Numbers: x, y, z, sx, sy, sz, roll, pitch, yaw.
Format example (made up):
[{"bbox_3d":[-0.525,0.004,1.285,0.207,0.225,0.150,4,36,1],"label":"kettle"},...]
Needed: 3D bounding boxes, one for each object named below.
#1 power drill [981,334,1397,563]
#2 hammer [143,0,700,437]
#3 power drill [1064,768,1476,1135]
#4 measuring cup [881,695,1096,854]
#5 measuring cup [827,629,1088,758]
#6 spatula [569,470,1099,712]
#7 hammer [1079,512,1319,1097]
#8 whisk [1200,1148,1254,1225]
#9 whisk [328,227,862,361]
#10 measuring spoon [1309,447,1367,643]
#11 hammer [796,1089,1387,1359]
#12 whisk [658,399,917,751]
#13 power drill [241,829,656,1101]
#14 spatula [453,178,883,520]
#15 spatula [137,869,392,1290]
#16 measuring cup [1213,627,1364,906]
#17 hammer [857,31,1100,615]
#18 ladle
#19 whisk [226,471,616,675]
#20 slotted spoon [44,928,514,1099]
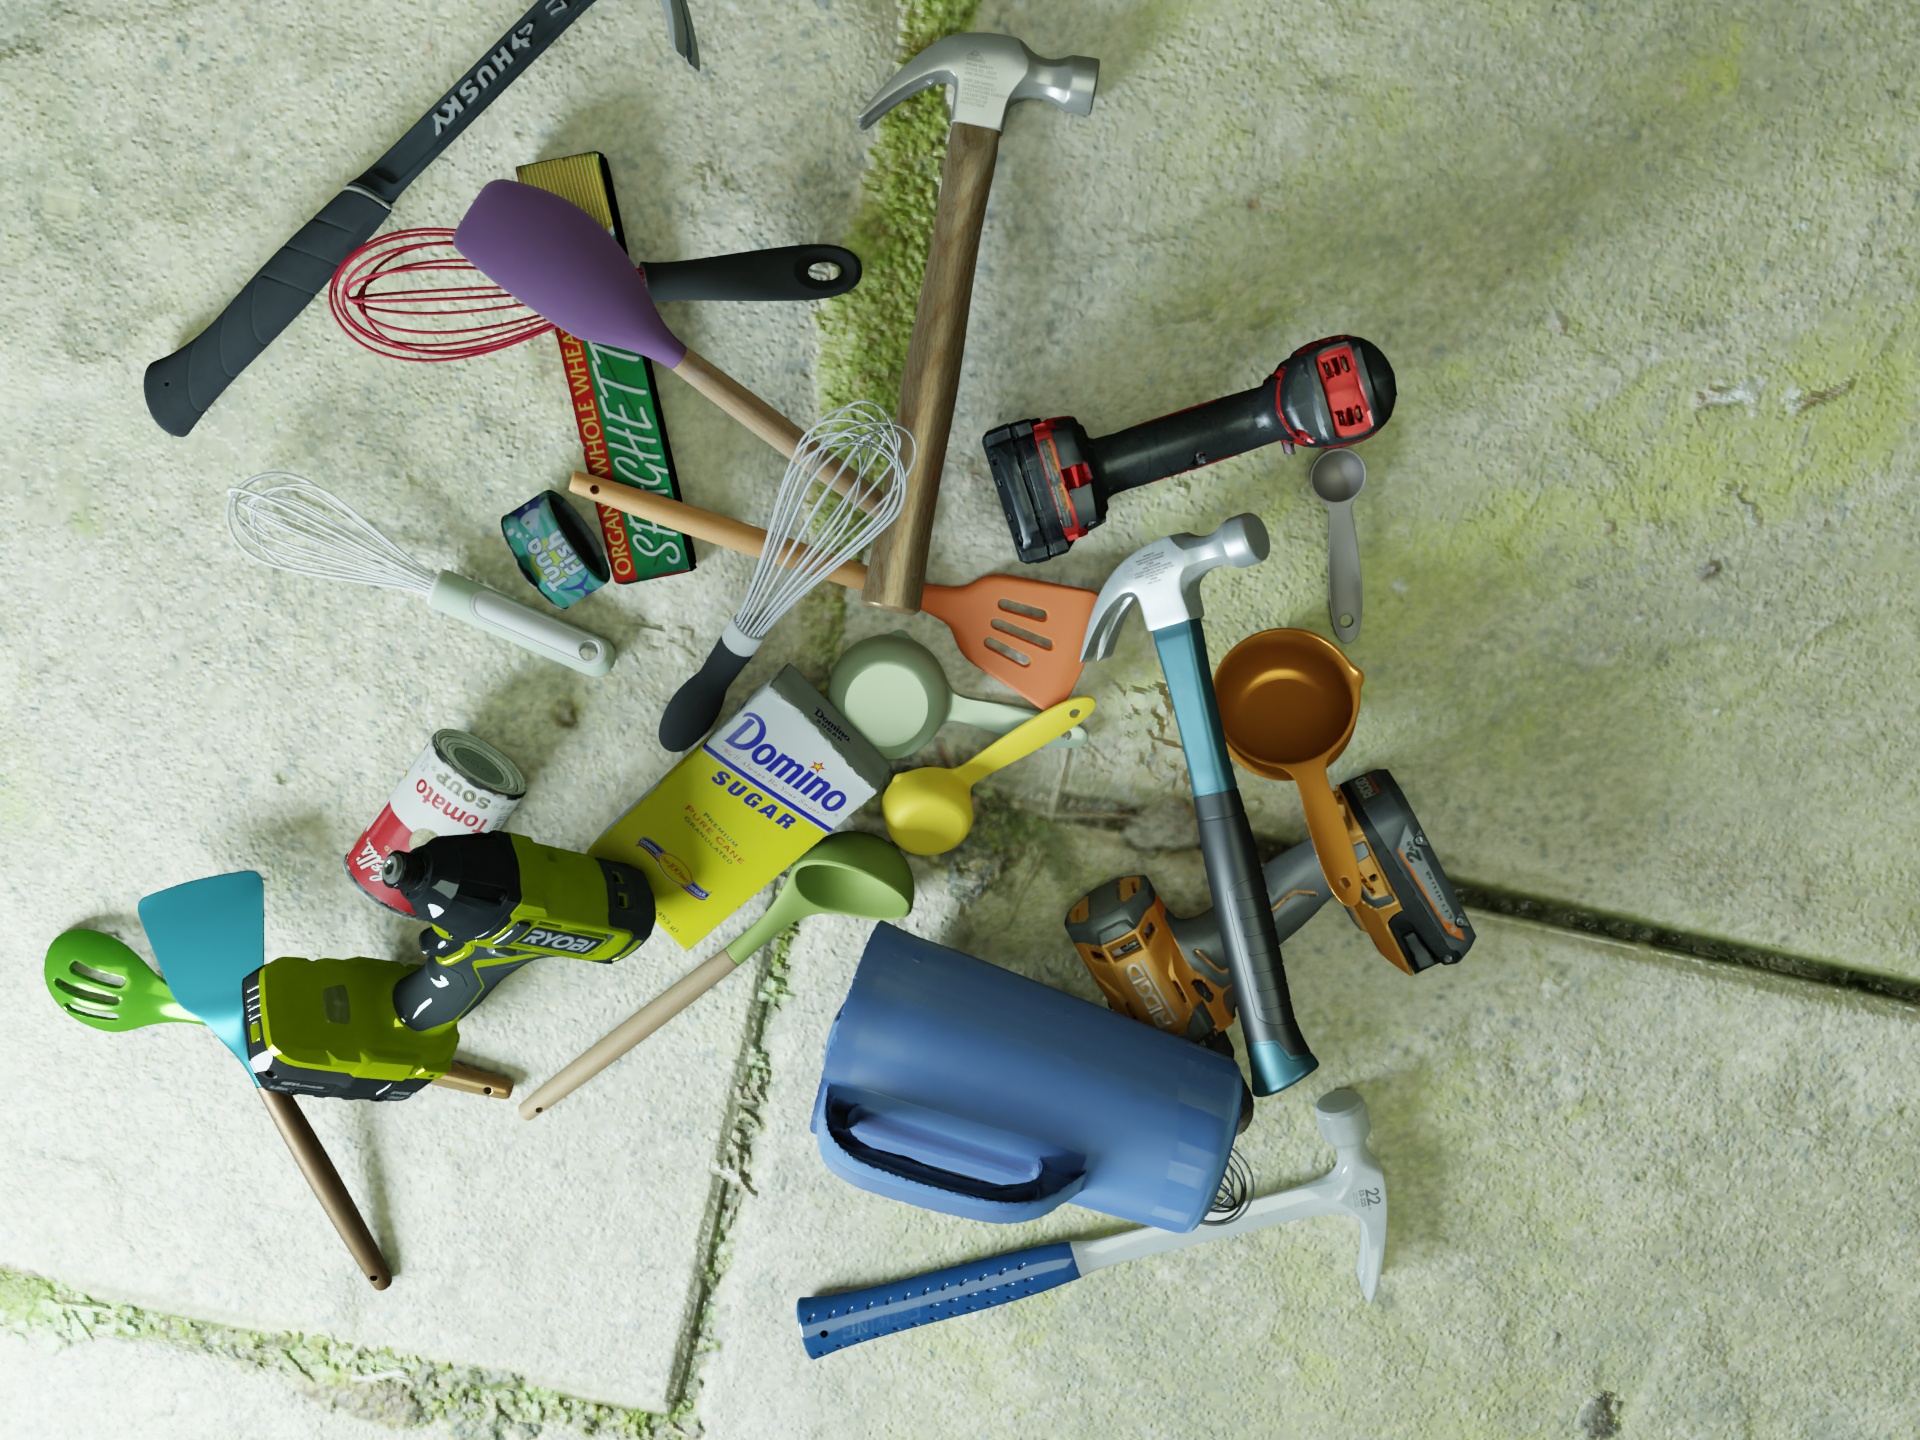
[{"bbox_3d":[0.131,-0.161,0.905,0.219,0.143,0.078,-16,99,10],"label":"power drill"},{"bbox_3d":[-0.319,-0.306,0.904,0.409,0.036,0.149,-40,80,12],"label":"hammer"},{"bbox_3d":[0.204,0.153,1.006,0.226,0.084,0.185,-27,102,11],"label":"power drill"},{"bbox_3d":[0.020,0.034,0.980,0.156,0.029,0.062,-33,127,18],"label":"measuring cup"},{"bbox_3d":[-0.002,-0.003,0.986,0.167,0.038,0.083,13,103,-1],"label":"measuring cup"},{"bbox_3d":[-0.075,-0.090,0.953,0.322,0.041,0.081,17,103,-13],"label":"spatula"},{"bbox_3d":[0.153,0.055,0.928,0.128,0.033,0.331,-14,88,39],"label":"hammer"},{"bbox_3d":[0.080,0.251,1.028,0.239,0.055,0.055,29,102,8],"label":"whisk"},{"bbox_3d":[-0.197,-0.245,0.891,0.295,0.073,0.073,-9,104,-18],"label":"whisk"},{"bbox_3d":[0.233,-0.108,0.978,0.034,0.018,0.124,-8,110,2],"label":"measuring spoon"},{"bbox_3d":[0.090,0.368,1.076,0.405,0.035,0.144,-16,103,4],"label":"hammer"},{"bbox_3d":[-0.110,-0.070,0.919,0.070,0.070,0.284,34,127,-8],"label":"whisk"},{"bbox_3d":[-0.316,0.141,0.943,0.223,0.171,0.080,-35,58,24],"label":"power drill"},{"bbox_3d":[-0.137,-0.191,0.897,0.315,0.018,0.060,35,86,-29],"label":"spatula"},{"bbox_3d":[-0.434,0.246,1.034,0.082,0.044,0.317,-14,115,3],"label":"spatula"},{"bbox_3d":[0.207,0.032,0.953,0.095,0.052,0.174,-16,72,6],"label":"measuring cup"},{"bbox_3d":[-0.014,-0.227,0.918,0.130,0.031,0.331,11,95,0],"label":"hammer"},{"bbox_3d":[-0.164,0.175,1.022,0.320,0.062,0.078,-37,129,11],"label":"ladle"},{"bbox_3d":[-0.325,-0.085,0.965,0.246,0.059,0.058,24,75,-10],"label":"whisk"},{"bbox_3d":[-0.448,0.203,1.042,0.313,0.031,0.070,16,108,-5],"label":"slotted spoon"}]
